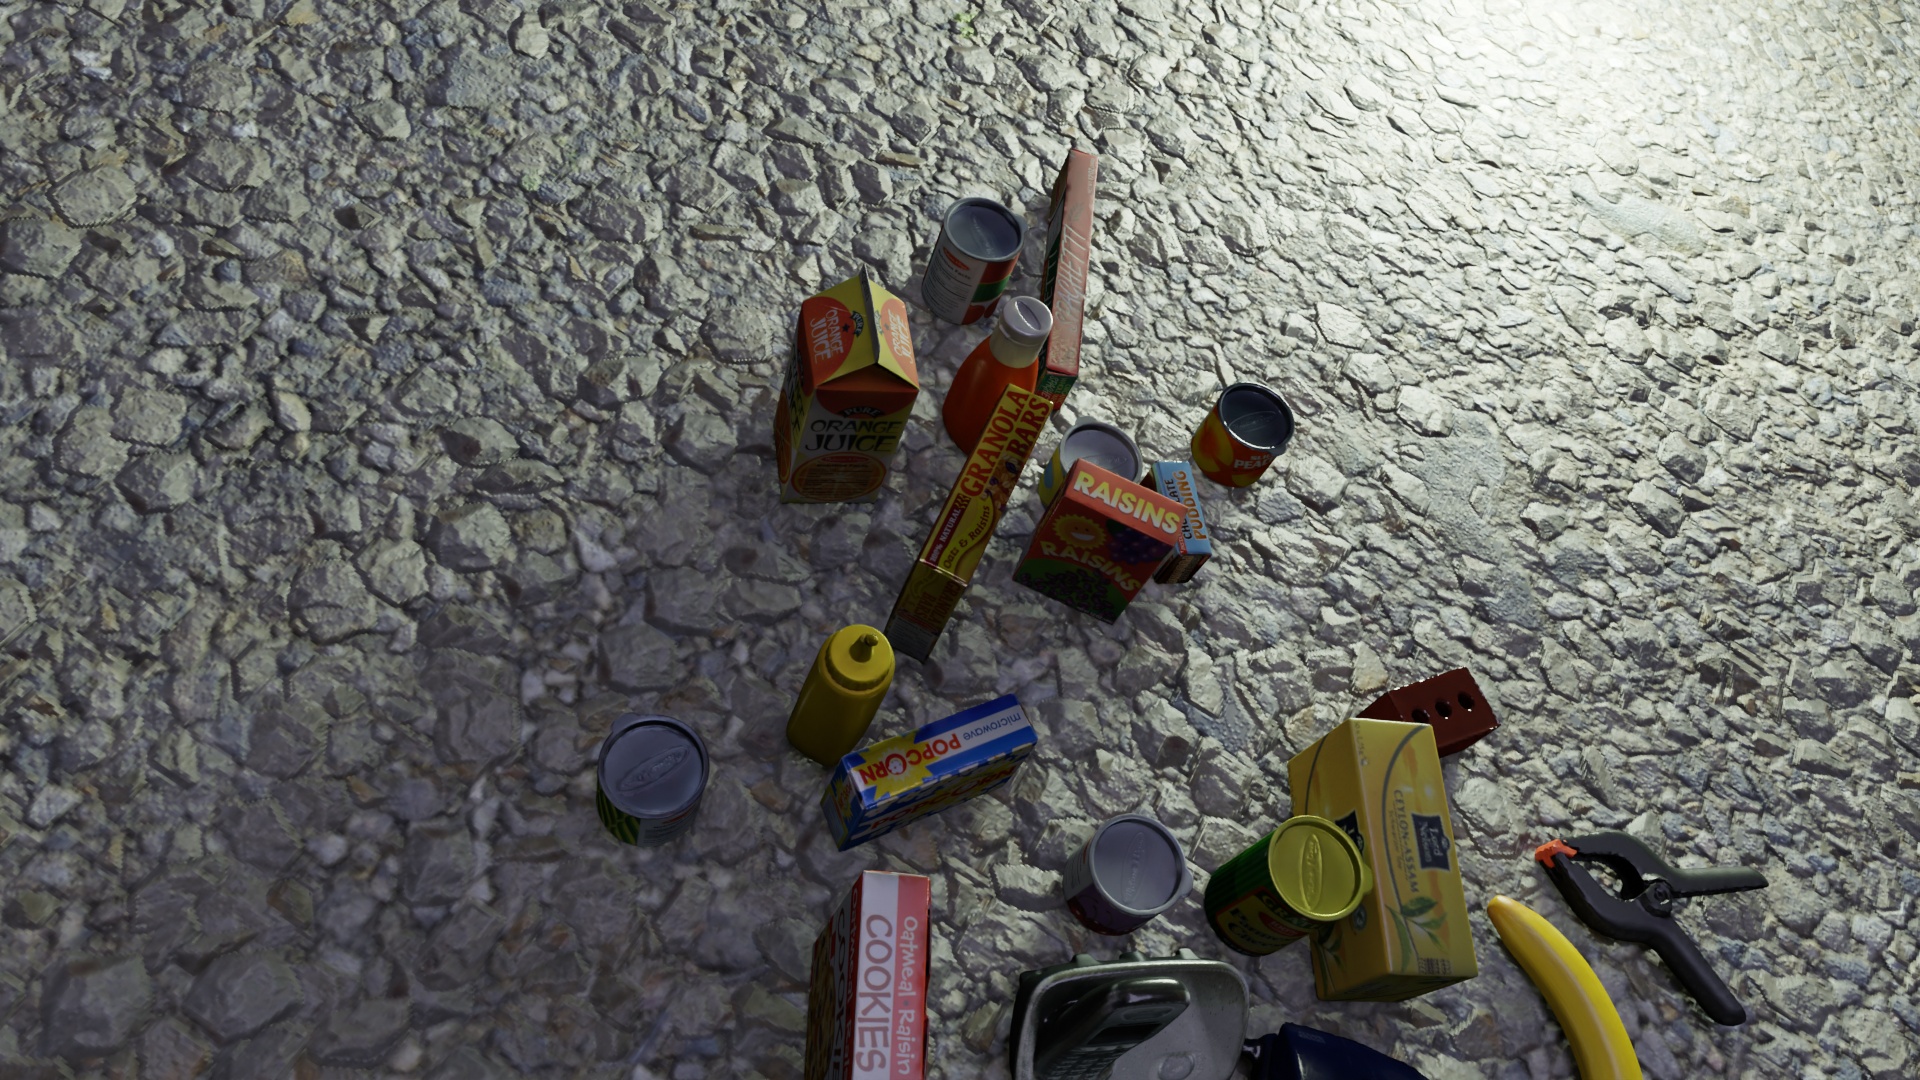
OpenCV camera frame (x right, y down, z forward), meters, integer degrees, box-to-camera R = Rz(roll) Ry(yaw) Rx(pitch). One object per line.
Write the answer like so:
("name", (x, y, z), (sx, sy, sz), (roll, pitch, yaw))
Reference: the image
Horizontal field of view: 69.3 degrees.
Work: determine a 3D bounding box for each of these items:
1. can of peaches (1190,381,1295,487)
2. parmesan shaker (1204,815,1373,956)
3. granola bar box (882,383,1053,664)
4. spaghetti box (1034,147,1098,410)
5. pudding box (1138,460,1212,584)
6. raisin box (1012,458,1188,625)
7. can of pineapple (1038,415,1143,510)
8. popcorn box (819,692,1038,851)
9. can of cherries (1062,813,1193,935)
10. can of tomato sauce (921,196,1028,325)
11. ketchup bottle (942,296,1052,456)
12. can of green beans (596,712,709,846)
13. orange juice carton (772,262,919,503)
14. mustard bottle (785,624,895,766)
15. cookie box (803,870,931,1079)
("can of peaches", (0.227, -0.082, 1.115), (0.071, 0.057, 0.071), (7, 59, -12))
("parmesan shaker", (0.211, 0.228, 0.902), (0.071, 0.102, 0.071), (7, 59, -12))
("granola bar box", (0.003, -0.012, 0.969), (0.039, 0.123, 0.166), (26, 57, 0))
("spaghetti box", (0.087, -0.221, 1.160), (0.029, 0.050, 0.251), (13, 58, -9))
("pudding box", (0.161, -0.015, 1.061), (0.030, 0.049, 0.084), (-1, 61, -17))
("raisin box", (0.097, 0.002, 0.989), (0.086, 0.122, 0.040), (25, 57, -1))
("can of pineapple", (0.098, -0.050, 1.058), (0.071, 0.057, 0.071), (7, 59, -12))
("popcorn box", (-0.021, 0.149, 0.891), (0.127, 0.084, 0.038), (-18, 67, -25))
("can of cherries", (0.108, 0.220, 0.903), (0.071, 0.058, 0.072), (7, 59, -12))
("can of tomato sauce", (0.010, -0.225, 1.120), (0.071, 0.082, 0.071), (7, 59, -12))
("ketchup bottle", (0.029, -0.120, 1.025), (0.044, 0.148, 0.065), (-26, 71, -27))
("can of green beans", (-0.191, 0.149, 0.857), (0.071, 0.057, 0.071), (7, 59, -12))
("orange juice carton", (-0.079, -0.103, 0.957), (0.073, 0.191, 0.072), (-1, 61, -17))
("mustard bottle", (-0.071, 0.089, 0.867), (0.049, 0.159, 0.065), (31, 57, 3))
("cookie box", (-0.053, 0.265, 0.764), (0.040, 0.166, 0.123), (8, 59, -12))
